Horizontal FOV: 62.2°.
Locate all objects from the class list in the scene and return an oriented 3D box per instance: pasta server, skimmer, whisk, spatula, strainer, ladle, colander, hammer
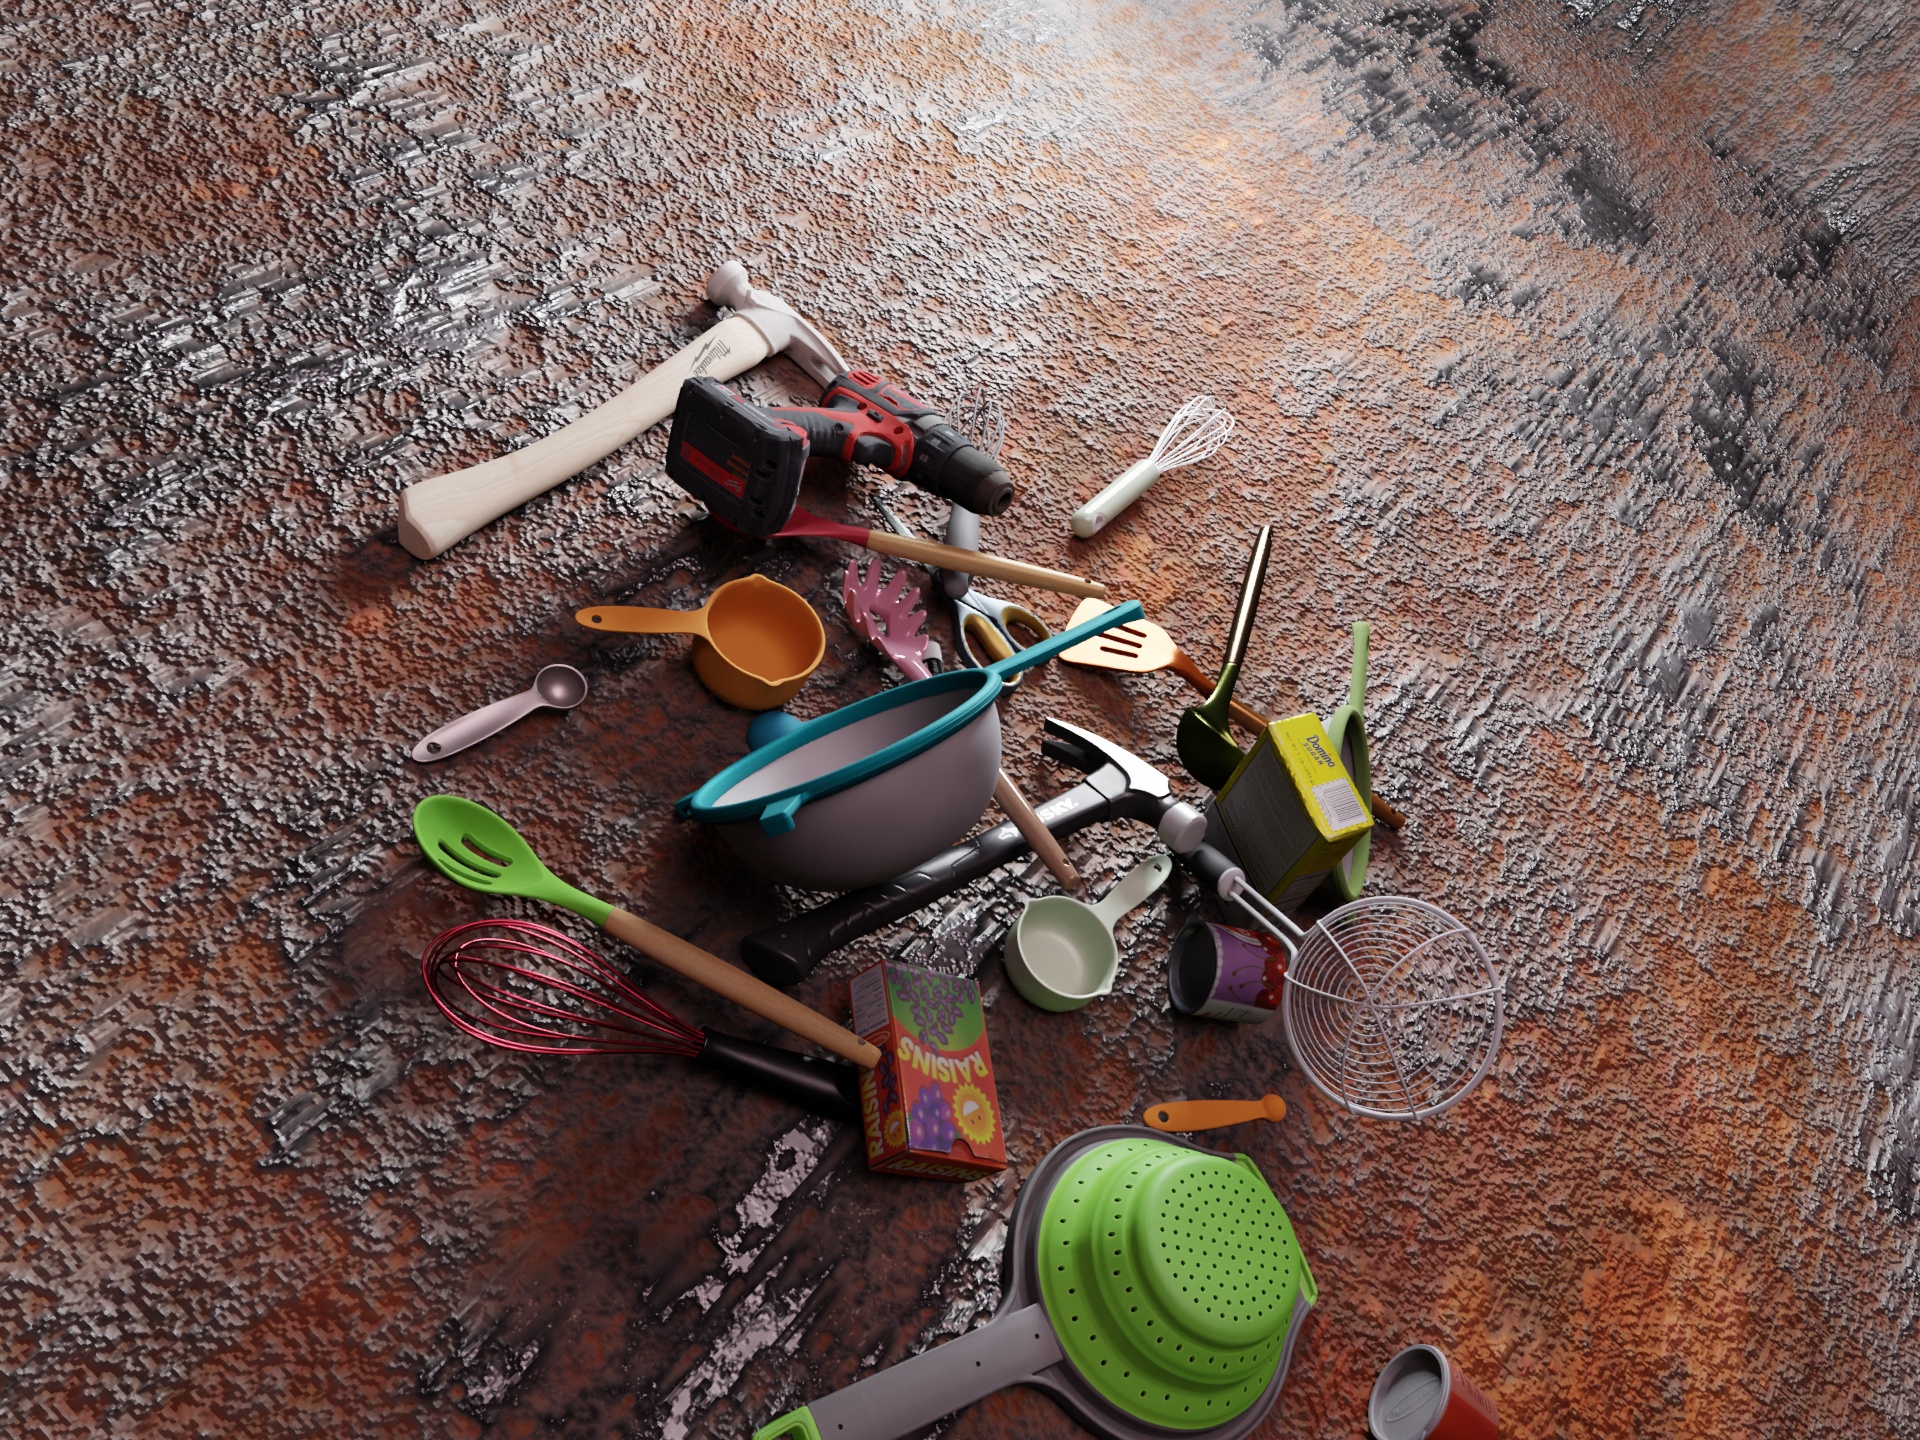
[{"bbox_3d":[-0.002,-0.004,1.124,0.060,0.040,0.317,-5,45,-37],"label":"pasta server"},{"bbox_3d":[0.220,0.138,1.037,0.090,0.127,0.363,29,5,-14],"label":"skimmer"},{"bbox_3d":[-0.172,0.186,0.934,0.295,0.073,0.073,23,49,-20],"label":"whisk"},{"bbox_3d":[0.006,-0.187,1.289,0.055,0.055,0.239,19,48,-15],"label":"whisk"},{"bbox_3d":[0.228,0.002,1.298,0.322,0.041,0.081,34,48,-8],"label":"spatula"},{"bbox_3d":[-0.004,0.024,1.031,0.340,0.211,0.095,-26,101,-24],"label":"strainer"},{"bbox_3d":[0.282,0.022,1.253,0.069,0.151,0.257,-2,51,23],"label":"strainer"},{"bbox_3d":[0.231,-0.063,1.279,0.078,0.062,0.320,39,45,-17],"label":"ladle"},{"bbox_3d":[0.070,0.343,0.920,0.397,0.094,0.205,-11,63,-33],"label":"colander"},{"bbox_3d":[-0.044,-0.133,1.203,0.315,0.031,0.069,13,40,-2],"label":"ladle"},{"bbox_3d":[0.170,-0.226,1.419,0.059,0.057,0.246,19,43,32],"label":"whisk"},{"bbox_3d":[-0.248,-0.222,1.197,0.146,0.038,0.411,42,49,3],"label":"hammer"},{"bbox_3d":[0.000,0.093,1.083,0.334,0.035,0.146,-23,46,-31],"label":"hammer"}]

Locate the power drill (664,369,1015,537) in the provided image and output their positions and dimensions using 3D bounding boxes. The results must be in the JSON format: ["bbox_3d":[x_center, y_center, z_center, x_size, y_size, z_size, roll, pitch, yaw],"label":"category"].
[{"bbox_3d":[-0.085,-0.198,1.195,0.188,0.080,0.226,37,34,29],"label":"power drill"}]

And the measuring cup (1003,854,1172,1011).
[{"bbox_3d":[0.094,0.143,1.116,0.083,0.038,0.167,48,47,10],"label":"measuring cup"}]

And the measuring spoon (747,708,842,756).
[{"bbox_3d":[-0.091,-0.001,1.129,0.128,0.021,0.042,-16,66,-33],"label":"measuring spoon"}]

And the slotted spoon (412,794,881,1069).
[{"bbox_3d":[-0.189,0.132,0.952,0.314,0.031,0.070,27,26,2],"label":"slotted spoon"}]

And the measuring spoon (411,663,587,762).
[{"bbox_3d":[-0.298,0.000,1.029,0.124,0.018,0.034,-30,75,-32],"label":"measuring spoon"}]

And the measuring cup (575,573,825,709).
[{"bbox_3d":[-0.183,-0.052,1.100,0.173,0.052,0.095,3,56,-24],"label":"measuring cup"}]

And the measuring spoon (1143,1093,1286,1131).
[{"bbox_3d":[0.176,0.267,1.085,0.116,0.011,0.021,2,56,-26],"label":"measuring spoon"}]
